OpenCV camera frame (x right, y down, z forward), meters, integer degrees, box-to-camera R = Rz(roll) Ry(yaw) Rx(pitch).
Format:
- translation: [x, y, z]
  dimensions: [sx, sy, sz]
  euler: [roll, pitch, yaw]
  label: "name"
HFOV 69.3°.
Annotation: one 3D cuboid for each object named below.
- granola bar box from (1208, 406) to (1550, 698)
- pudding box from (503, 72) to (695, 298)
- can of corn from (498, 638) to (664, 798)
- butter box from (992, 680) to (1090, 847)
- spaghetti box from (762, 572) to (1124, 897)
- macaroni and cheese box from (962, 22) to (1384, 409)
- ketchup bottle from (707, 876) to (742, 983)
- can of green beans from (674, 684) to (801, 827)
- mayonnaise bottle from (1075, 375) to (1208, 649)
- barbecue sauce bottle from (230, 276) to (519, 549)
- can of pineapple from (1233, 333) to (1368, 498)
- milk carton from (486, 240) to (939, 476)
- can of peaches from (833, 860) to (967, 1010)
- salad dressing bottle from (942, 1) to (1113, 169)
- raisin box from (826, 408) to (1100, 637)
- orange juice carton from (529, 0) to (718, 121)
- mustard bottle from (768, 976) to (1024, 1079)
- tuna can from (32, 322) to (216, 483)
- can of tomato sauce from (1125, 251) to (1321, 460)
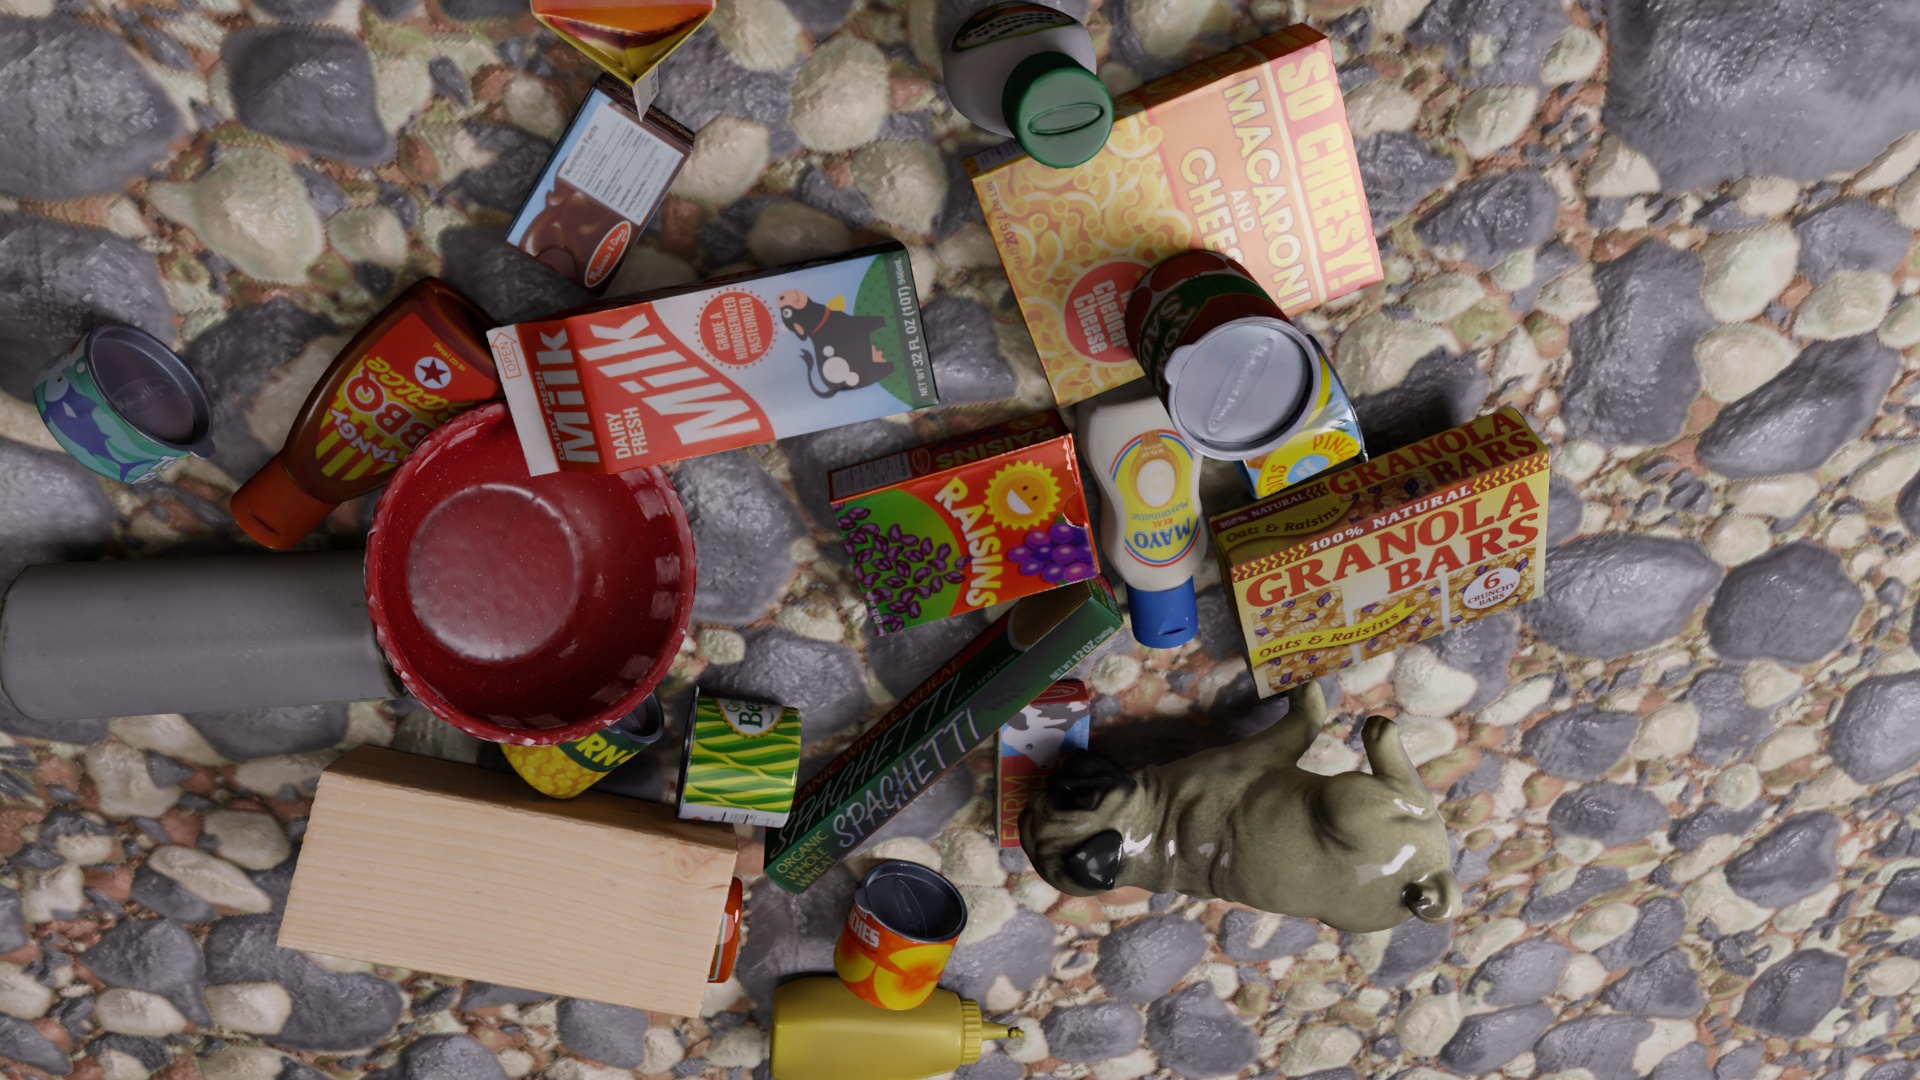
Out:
- translation: [0.222, 0.009, 0.735]
  dimensions: [0.165, 0.039, 0.123]
  euler: [-21, 138, 3]
  label: "granola bar box"
- translation: [-0.160, -0.157, 0.617]
  dimensions: [0.049, 0.030, 0.083]
  euler: [30, 110, -22]
  label: "pudding box"
- translation: [-0.199, 0.093, 0.722]
  dimensions: [0.058, 0.071, 0.071]
  euler: [-35, 117, 12]
  label: "can of corn"
- translation: [0.046, 0.130, 0.802]
  dimensions: [0.053, 0.024, 0.103]
  euler: [-3, 118, -5]
  label: "butter box"
- translation: [-0.015, 0.104, 0.766]
  dimensions: [0.249, 0.050, 0.028]
  euler: [-41, 114, 14]
  label: "spaghetti box"
- translation: [0.101, -0.150, 0.651]
  dimensions: [0.166, 0.040, 0.123]
  euler: [-21, 120, 4]
  label: "macaroni and cheese box"
- translation: [-0.204, 0.220, 0.805]
  dimensions: [0.149, 0.044, 0.064]
  euler: [8, 110, -12]
  label: "ketchup bottle"
- translation: [-0.120, 0.119, 0.750]
  dimensions: [0.058, 0.071, 0.071]
  euler: [9, 117, -13]
  label: "can of green beans"
- translation: [0.100, -0.013, 0.723]
  dimensions: [0.065, 0.041, 0.147]
  euler: [-14, 119, -5]
  label: "mayonnaise bottle"
- translation: [-0.277, -0.054, 0.648]
  dimensions: [0.148, 0.044, 0.064]
  euler: [-38, 117, 13]
  label: "barbecue sauce bottle"
- translation: [0.161, -0.060, 0.691]
  dimensions: [0.058, 0.071, 0.070]
  euler: [-25, 119, 7]
  label: "can of pineapple"
- translation: [-0.111, -0.082, 0.631]
  dimensions: [0.191, 0.073, 0.072]
  euler: [-13, 106, -2]
  label: "milk carton"
- translation: [-0.038, 0.233, 0.822]
  dimensions: [0.071, 0.071, 0.057]
  euler: [14, 116, -15]
  label: "can of peaches"
- translation: [0.029, -0.185, 0.560]
  dimensions: [0.064, 0.148, 0.043]
  euler: [-13, 119, -1]
  label: "salad dressing bottle"
- translation: [0.003, -0.009, 0.714]
  dimensions: [0.123, 0.040, 0.085]
  euler: [-16, 118, 0]
  label: "raisin box"
- translation: [-0.133, -0.266, 0.538]
  dimensions: [0.073, 0.072, 0.191]
  euler: [-5, 118, -5]
  label: "orange juice carton"
- translation: [-0.039, 0.309, 0.873]
  dimensions: [0.160, 0.049, 0.065]
  euler: [4, 118, -11]
  label: "mustard bottle"
- translation: [-0.370, -0.058, 0.619]
  dimensions: [0.033, 0.071, 0.071]
  euler: [-30, 118, 10]
  label: "tuna can"
- translation: [0.112, -0.084, 0.616]
  dimensions: [0.071, 0.083, 0.070]
  euler: [-4, 121, -6]
  label: "can of tomato sauce"
